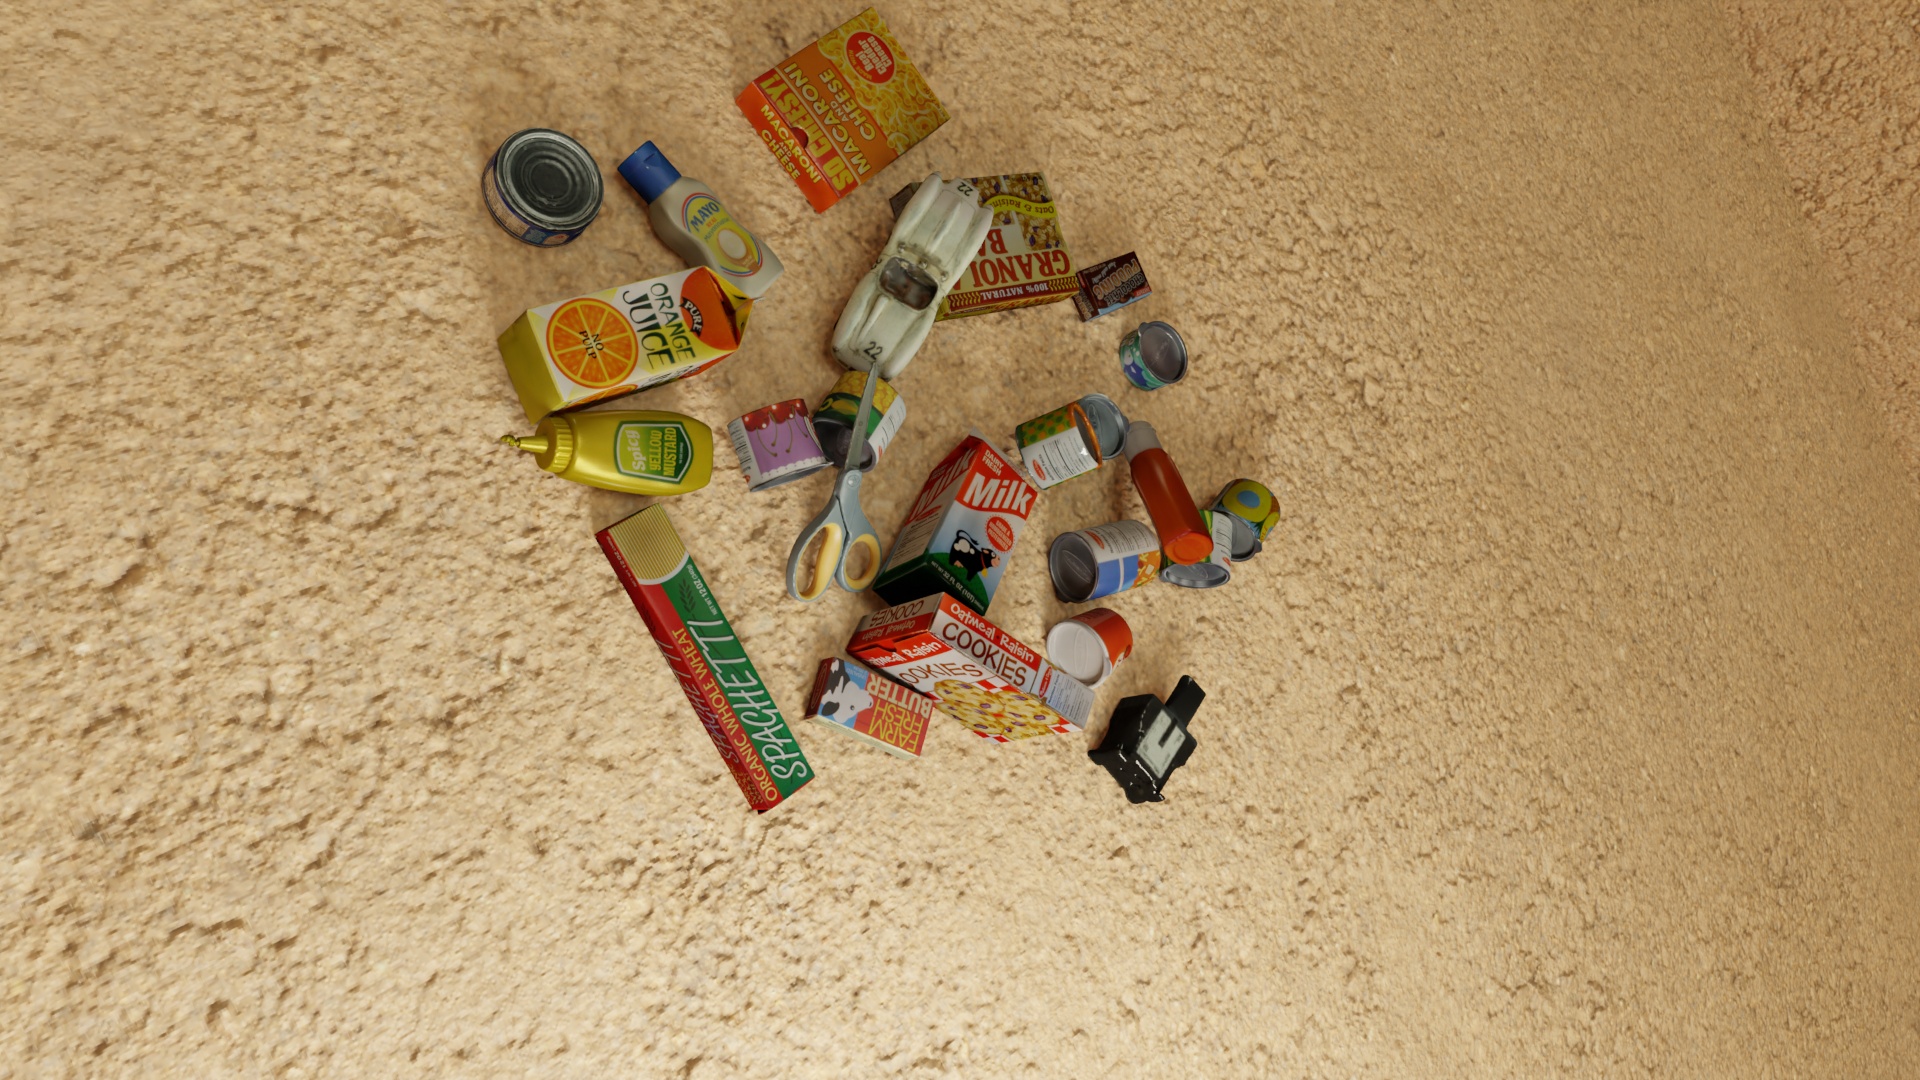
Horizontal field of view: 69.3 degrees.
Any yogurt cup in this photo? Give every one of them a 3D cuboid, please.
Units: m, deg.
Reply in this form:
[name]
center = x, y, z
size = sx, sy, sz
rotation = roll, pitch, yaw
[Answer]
[yogurt cup]
center = 0.120, 0.095, 1.262
size = 0.054, 0.072, 0.072
rotation = -26, 94, -45

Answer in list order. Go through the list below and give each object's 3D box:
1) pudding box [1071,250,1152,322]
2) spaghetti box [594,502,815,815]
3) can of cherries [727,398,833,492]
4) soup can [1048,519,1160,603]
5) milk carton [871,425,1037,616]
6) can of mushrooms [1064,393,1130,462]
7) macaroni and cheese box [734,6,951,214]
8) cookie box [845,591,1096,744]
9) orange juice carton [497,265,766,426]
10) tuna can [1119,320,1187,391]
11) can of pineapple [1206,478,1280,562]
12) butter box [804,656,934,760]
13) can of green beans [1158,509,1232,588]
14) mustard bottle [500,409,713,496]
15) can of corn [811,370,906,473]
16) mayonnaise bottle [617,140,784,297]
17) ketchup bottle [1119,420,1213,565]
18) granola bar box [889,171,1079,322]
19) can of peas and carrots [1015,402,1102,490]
[pudding box]
center = 0.149, -0.254, 1.392
size = 0.084, 0.030, 0.049
rotation = -26, 95, -37
[spaghetti box]
center = -0.193, 0.091, 1.060
size = 0.050, 0.028, 0.249
rotation = -33, 98, -36
[can of cherries]
center = -0.144, -0.077, 1.114
size = 0.072, 0.071, 0.058
rotation = -19, 89, -37
[soup can]
center = 0.133, 0.020, 1.291
size = 0.084, 0.071, 0.071
rotation = -11, 85, -38
[milk carton]
center = 0.004, -0.015, 1.191
size = 0.072, 0.073, 0.191
rotation = 42, 48, -20
[can of mushrooms]
center = 0.127, -0.106, 1.337
size = 0.071, 0.033, 0.071
rotation = 10, 72, -33
[macaroni and cheese box]
center = -0.102, -0.386, 1.241
size = 0.123, 0.040, 0.167
rotation = 52, 55, -12
[cookie box]
center = 0.007, 0.109, 1.140
size = 0.167, 0.122, 0.040
rotation = 35, 60, -24
[orange juice carton]
center = -0.243, -0.155, 1.061
size = 0.193, 0.071, 0.073
rotation = -24, 94, -37
[tuna can]
center = 0.194, -0.188, 1.406
size = 0.071, 0.032, 0.071
rotation = 10, 73, -34
[can of pineapple]
center = 0.284, -0.020, 1.405
size = 0.071, 0.071, 0.058
rotation = 52, 55, -13
[butter box]
center = -0.073, 0.138, 1.136
size = 0.103, 0.024, 0.053
rotation = 27, 65, -27
[can of green beans]
center = 0.232, 0.009, 1.360
size = 0.071, 0.071, 0.058
rotation = 21, 62, -30
[mustard bottle]
center = -0.262, -0.067, 1.031
size = 0.160, 0.049, 0.065
rotation = 1, 88, -41
[can of corn]
center = -0.089, -0.101, 1.162
size = 0.071, 0.071, 0.058
rotation = 42, 57, -20
[mayonnaise bottle]
center = -0.213, -0.255, 1.126
size = 0.148, 0.041, 0.065
rotation = 48, 58, -17
[ketchup bottle]
center = 0.193, -0.049, 1.328
size = 0.064, 0.043, 0.149
rotation = 34, 29, -50
[granola bar box]
center = 0.026, -0.277, 1.305
size = 0.166, 0.039, 0.124
rotation = -16, 88, -37
[can of peas and carrots]
center = 0.091, -0.088, 1.276
size = 0.070, 0.058, 0.071
rotation = 54, 24, -36
